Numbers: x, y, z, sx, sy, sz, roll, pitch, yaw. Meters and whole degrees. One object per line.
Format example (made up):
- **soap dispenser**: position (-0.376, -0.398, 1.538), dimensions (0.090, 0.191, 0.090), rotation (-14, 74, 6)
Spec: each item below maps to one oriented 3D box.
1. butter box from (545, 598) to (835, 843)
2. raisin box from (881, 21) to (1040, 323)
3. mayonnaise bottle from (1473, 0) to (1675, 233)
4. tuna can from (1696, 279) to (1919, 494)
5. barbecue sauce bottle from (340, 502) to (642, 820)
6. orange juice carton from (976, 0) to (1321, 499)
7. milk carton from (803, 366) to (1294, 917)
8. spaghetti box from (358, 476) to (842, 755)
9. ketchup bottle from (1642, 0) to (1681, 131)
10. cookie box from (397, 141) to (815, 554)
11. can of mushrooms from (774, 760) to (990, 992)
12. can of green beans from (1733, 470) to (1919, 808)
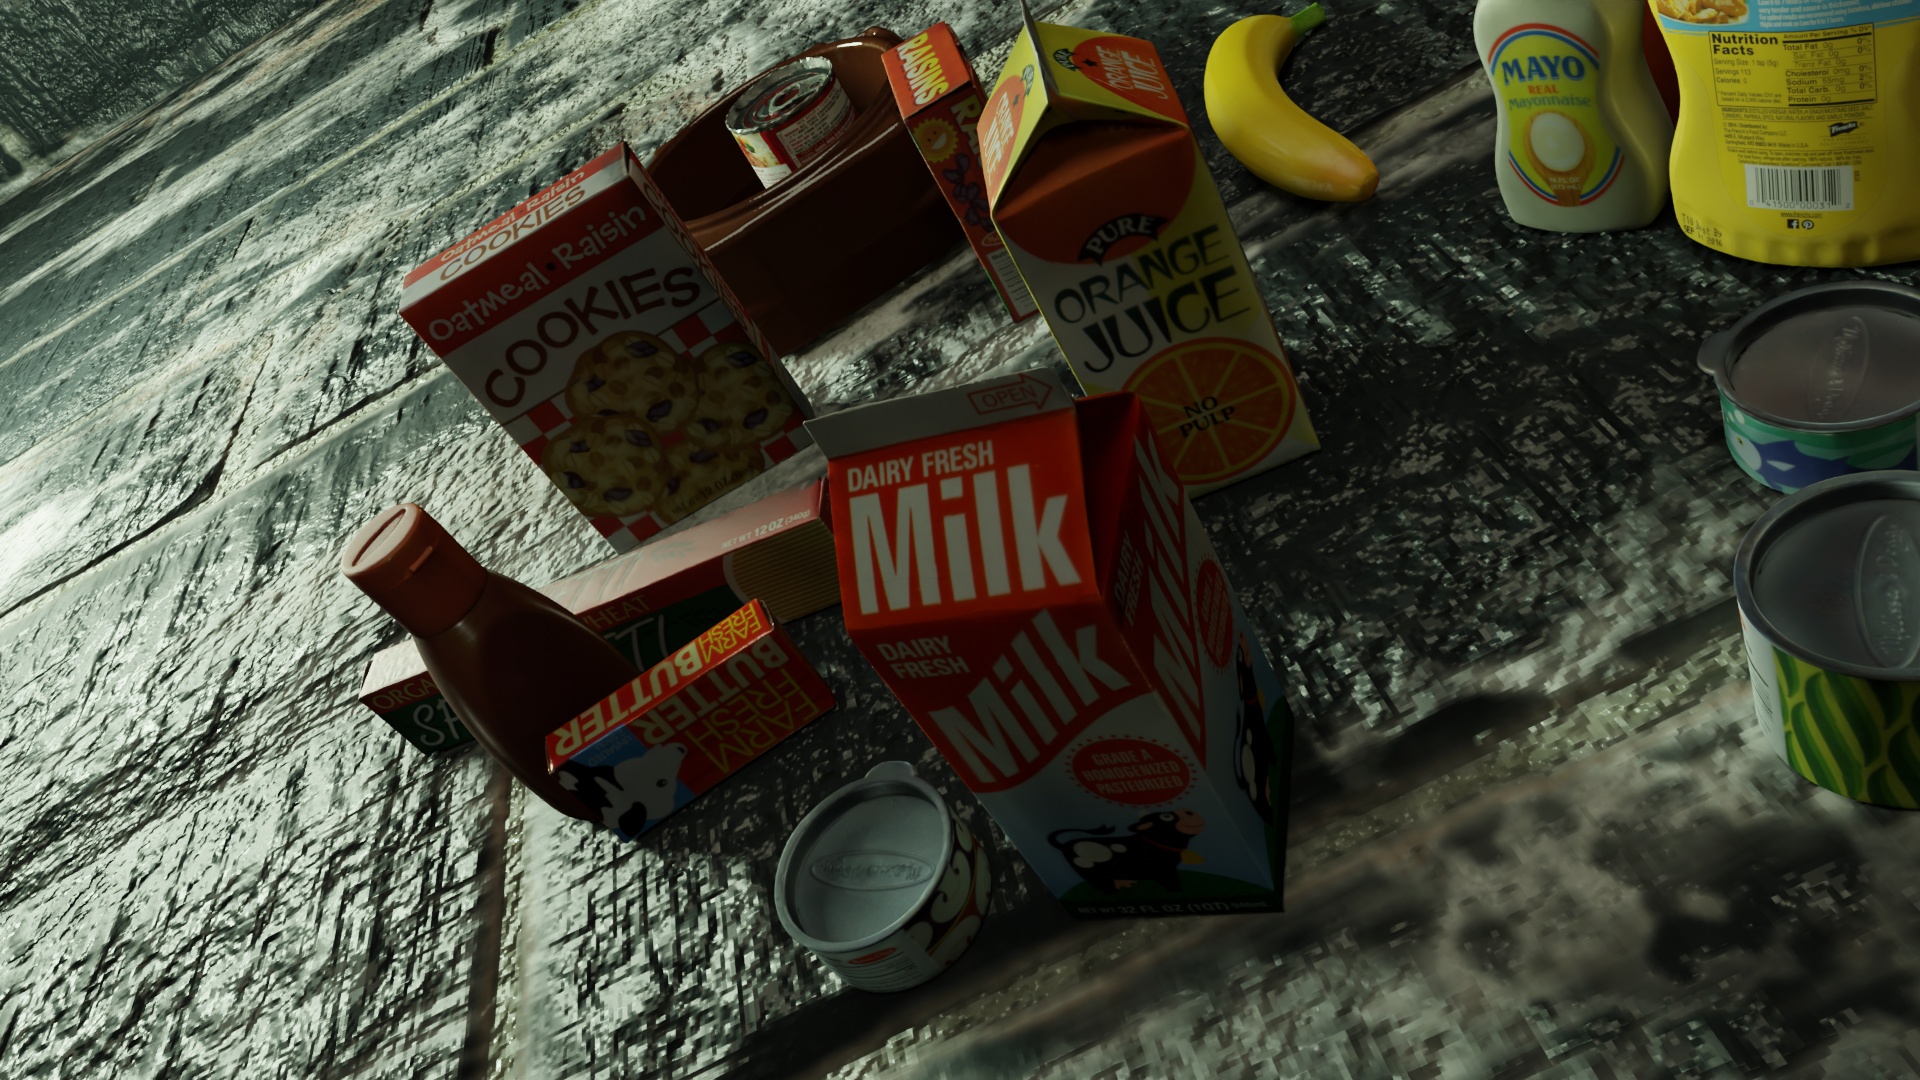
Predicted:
- **butter box**: position (-0.106, 0.072, 0.550), dimensions (0.103, 0.053, 0.024), rotation (-34, 38, 0)
- **raisin box**: position (0.010, -0.180, 0.681), dimensions (0.040, 0.123, 0.086), rotation (-26, 38, 10)
- **mayonnaise bottle**: position (0.222, -0.183, 0.513), dimensions (0.065, 0.147, 0.041), rotation (15, 58, 44)
- **tuna can**: position (0.268, -0.046, 0.428), dimensions (0.071, 0.032, 0.071), rotation (-20, 40, 17)
- **barbecue sauce bottle**: position (-0.179, 0.047, 0.551), dimensions (0.043, 0.148, 0.065), rotation (8, 54, 41)
- **orange juice carton**: position (0.063, -0.107, 0.508), dimensions (0.073, 0.192, 0.072), rotation (-22, 39, 15)
- **milk carton**: position (0.032, 0.027, 0.389), dimensions (0.072, 0.190, 0.074), rotation (-11, 43, 27)
- **spaghetti box**: position (-0.158, 0.038, 0.626), dimensions (0.250, 0.050, 0.029), rotation (-21, 40, 16)
- **ketchup bottle**: position (0.247, -0.220, 0.535), dimensions (0.043, 0.148, 0.065), rotation (-28, 38, 8)
- **cookie box**: position (-0.164, -0.087, 0.669), dimensions (0.123, 0.167, 0.040), rotation (-29, 38, 6)
- **can of mushrooms**: position (-0.025, 0.112, 0.465), dimensions (0.071, 0.033, 0.071), rotation (-20, 40, 17)
- **can of green beans**: position (0.236, 0.025, 0.352), dimensions (0.071, 0.057, 0.071), rotation (-20, 40, 17)
